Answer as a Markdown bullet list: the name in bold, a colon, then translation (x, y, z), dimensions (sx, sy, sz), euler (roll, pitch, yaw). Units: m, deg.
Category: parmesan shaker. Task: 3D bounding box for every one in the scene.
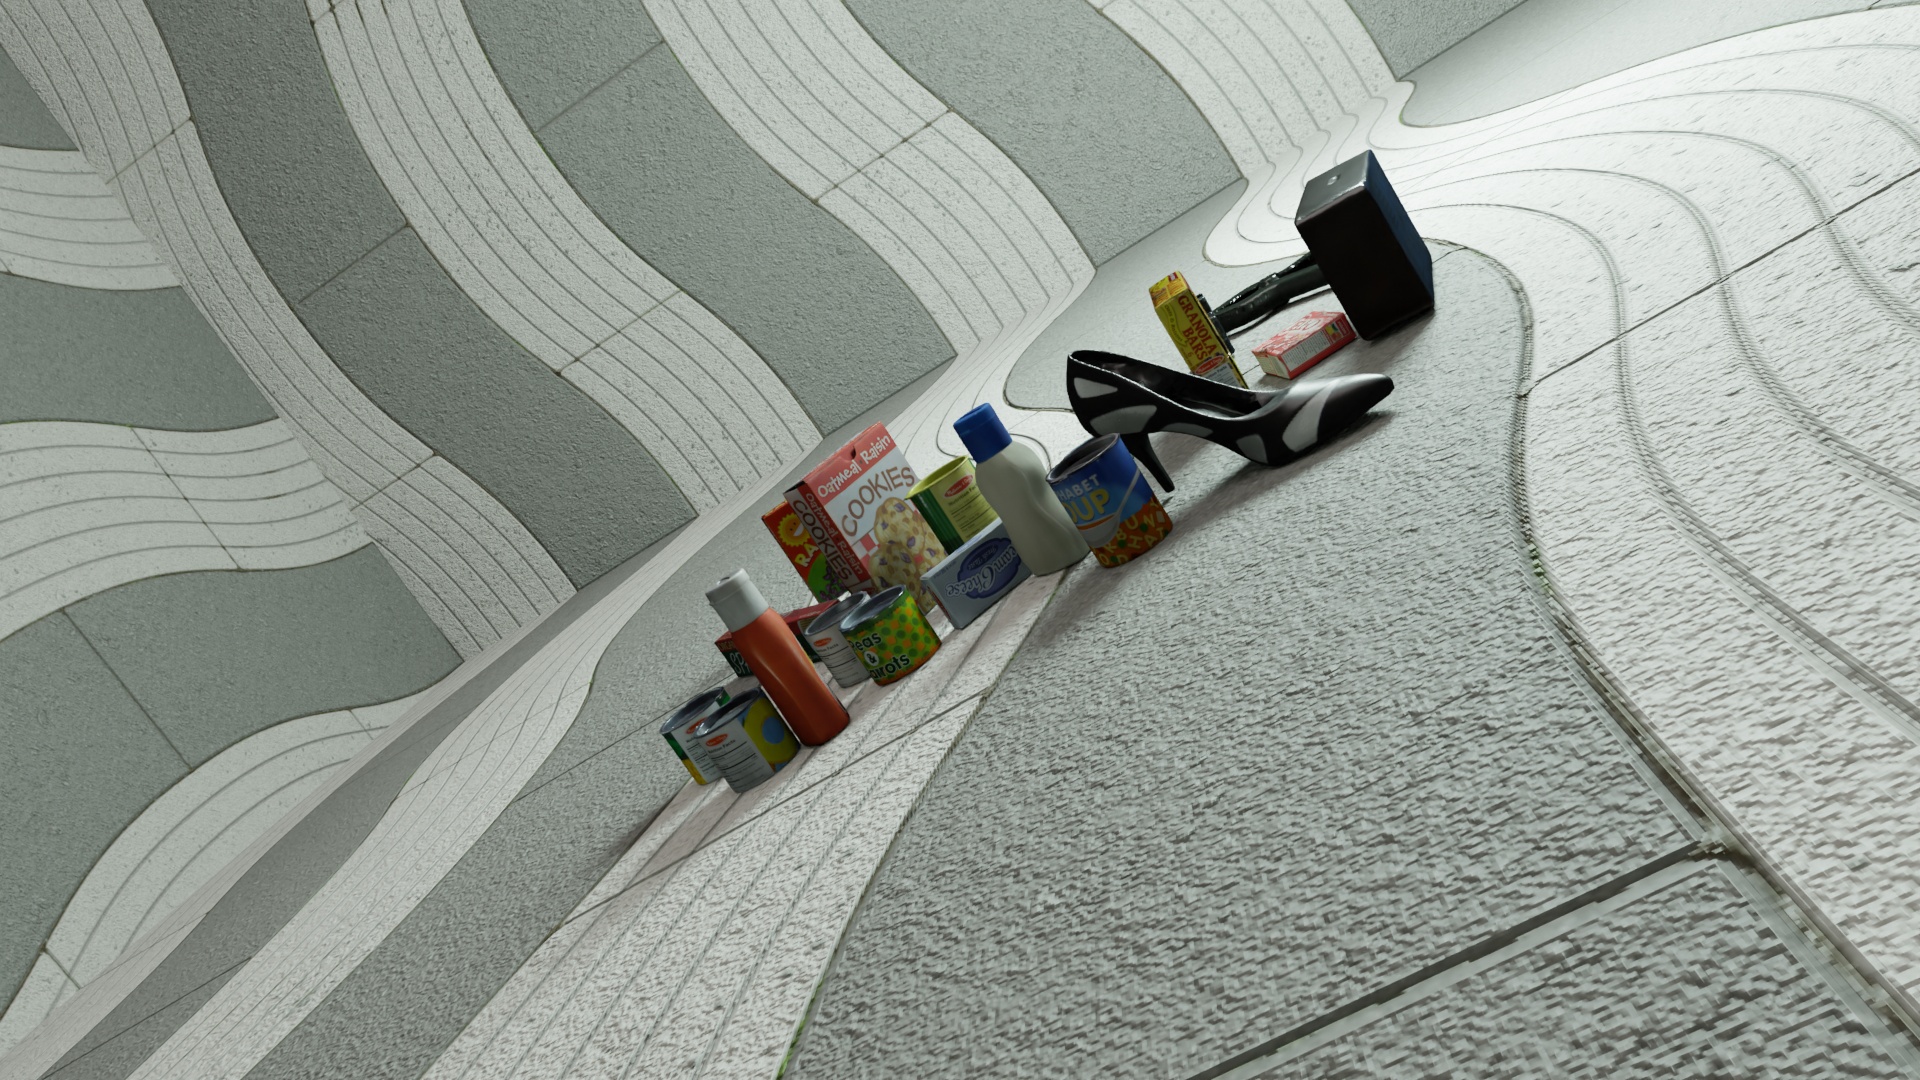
- **parmesan shaker**: translation (0.005, -0.016, 1.263), dimensions (0.071, 0.103, 0.071), euler (-32, 11, 7)

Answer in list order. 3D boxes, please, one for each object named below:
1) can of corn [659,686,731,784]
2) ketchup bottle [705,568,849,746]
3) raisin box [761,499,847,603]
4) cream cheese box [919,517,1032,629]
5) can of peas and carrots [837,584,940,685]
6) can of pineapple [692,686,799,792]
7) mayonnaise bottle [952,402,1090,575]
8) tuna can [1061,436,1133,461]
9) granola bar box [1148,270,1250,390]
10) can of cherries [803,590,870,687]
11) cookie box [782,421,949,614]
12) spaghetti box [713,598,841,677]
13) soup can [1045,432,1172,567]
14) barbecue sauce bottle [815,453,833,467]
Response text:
- **can of corn**: translation (-0.217, 0.168, 1.205), dimensions (0.071, 0.058, 0.071), euler (-32, 11, 7)
- **ketchup bottle**: translation (-0.147, 0.093, 1.101), dimensions (0.044, 0.148, 0.064), euler (-37, 11, -19)
- **raisin box**: translation (-0.158, 0.001, 1.588), dimensions (0.086, 0.123, 0.040), euler (-34, 11, -7)
- **cream cheese box**: translation (0.021, 0.024, 1.176), dimensions (0.104, 0.053, 0.024), euler (-38, 12, -22)
- **can of peas and carrots**: translation (-0.059, 0.079, 1.148), dimensions (0.071, 0.058, 0.071), euler (-32, 11, 7)
- **can of pineapple**: translation (-0.171, 0.159, 1.118), dimensions (0.071, 0.058, 0.071), euler (-32, 11, 7)
- **mayonnaise bottle**: translation (0.048, -0.043, 1.143), dimensions (0.064, 0.148, 0.041), euler (-22, 15, 44)
- **tuna can**: translation (0.136, -0.081, 1.357), dimensions (0.071, 0.033, 0.071), euler (-32, 11, 7)
- **granola bar box**: translation (0.229, -0.190, 1.329), dimensions (0.039, 0.124, 0.166), euler (-31, 11, 13)
- **can of cherries**: translation (-0.092, 0.085, 1.216), dimensions (0.071, 0.058, 0.071), euler (-32, 11, 7)
- **cookie box**: translation (-0.072, -0.010, 1.285), dimensions (0.040, 0.167, 0.123), euler (-23, 15, 43)
- **spaghetti box**: translation (-0.177, 0.101, 1.402), dimensions (0.029, 0.050, 0.249), euler (-40, 13, -33)
- **soup can**: translation (0.113, -0.029, 1.070), dimensions (0.071, 0.083, 0.071), euler (-32, 11, 7)
- **barbecue sauce bottle**: translation (-0.099, -0.026, 1.472), dimensions (0.044, 0.148, 0.064), euler (-39, 13, -30)
